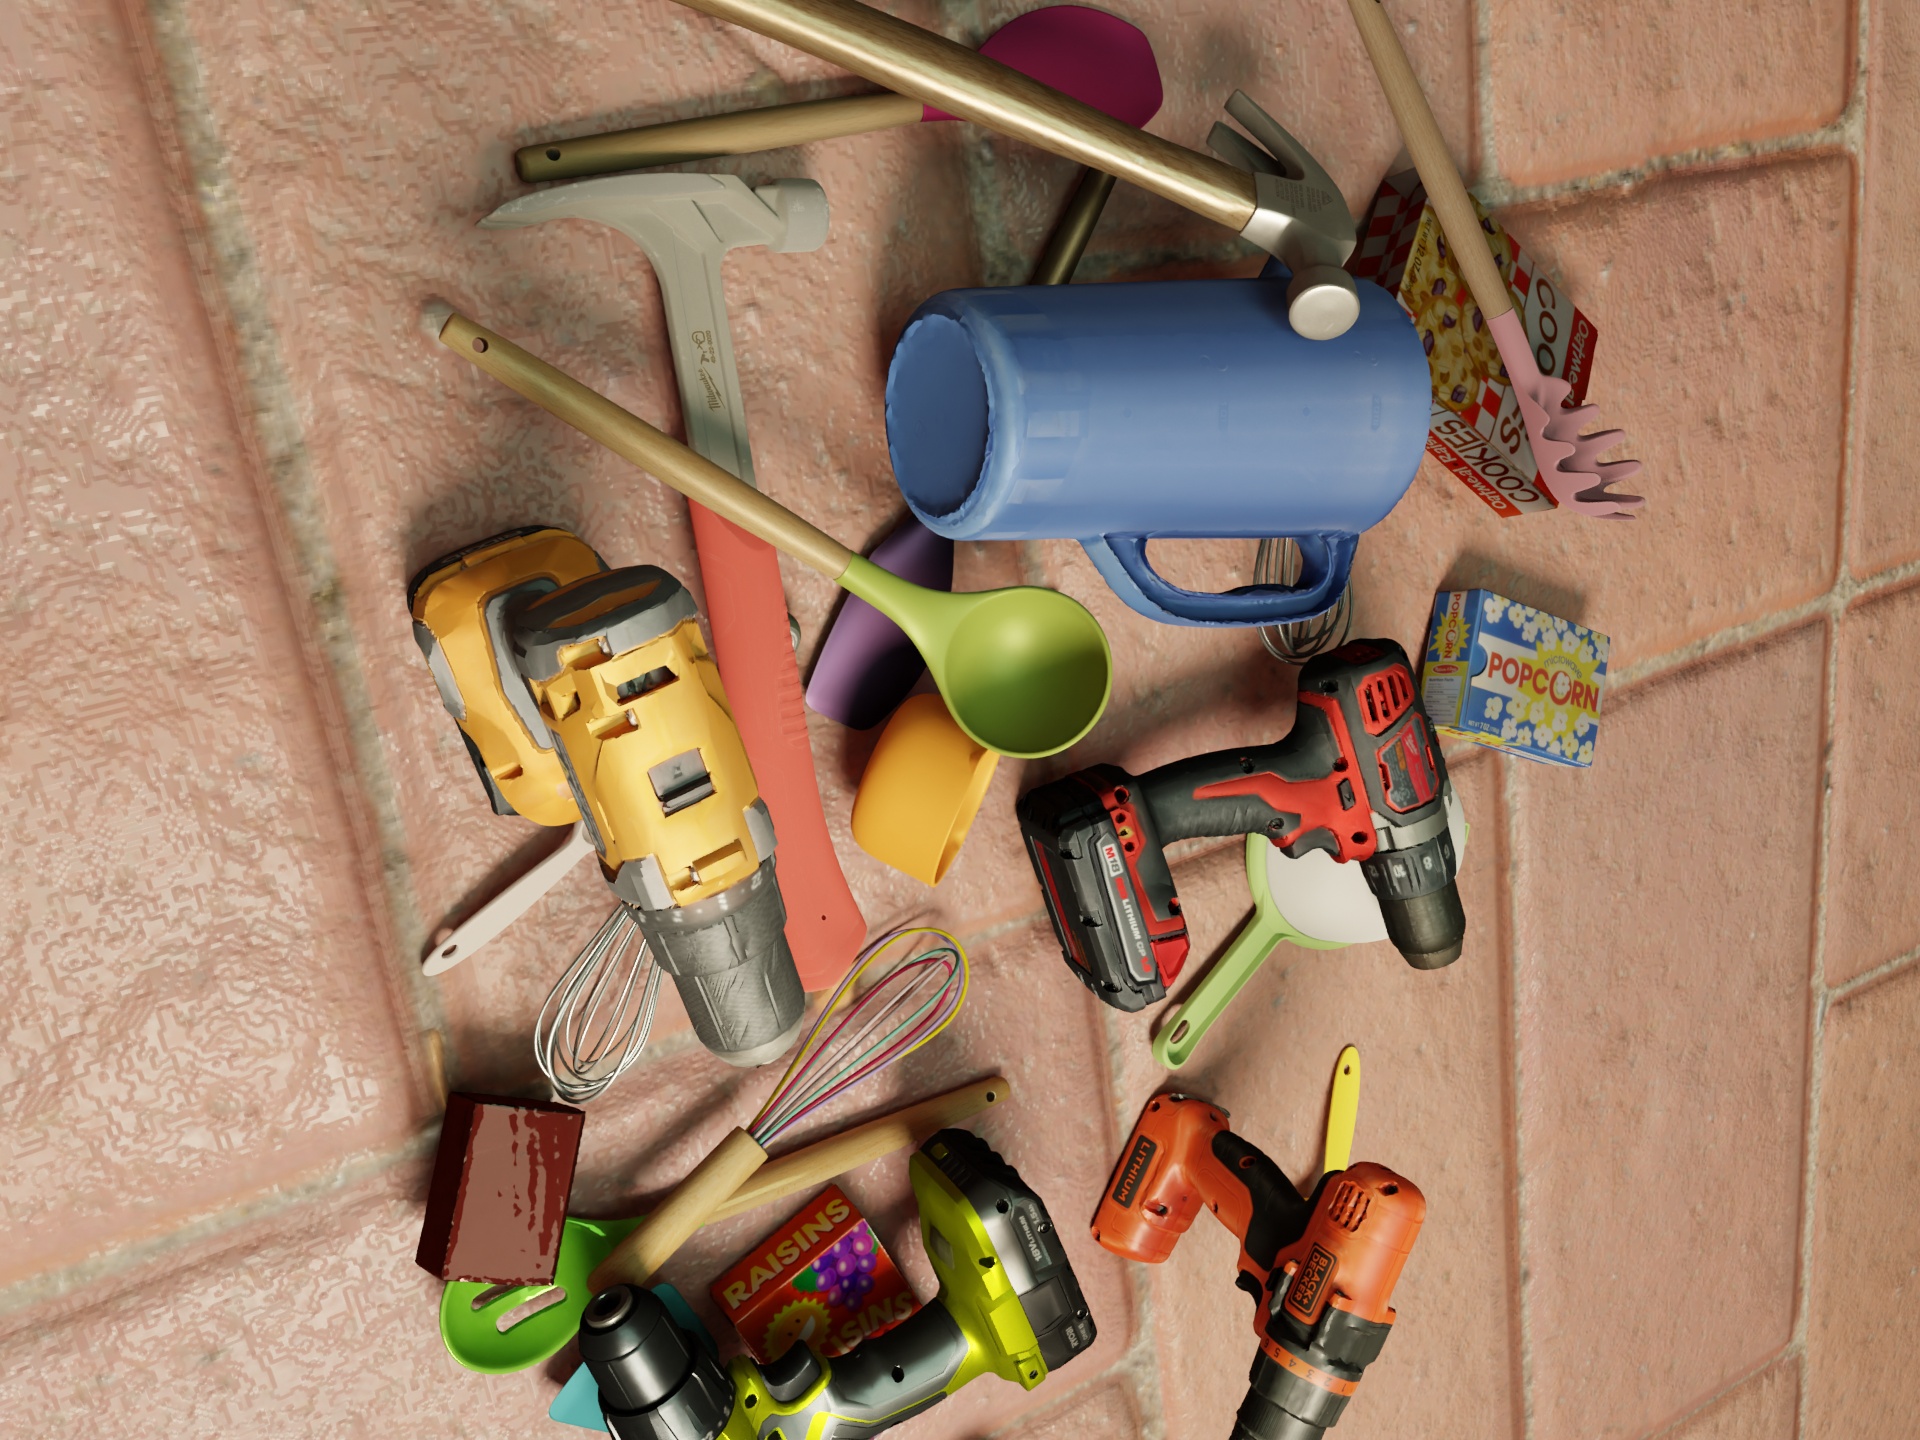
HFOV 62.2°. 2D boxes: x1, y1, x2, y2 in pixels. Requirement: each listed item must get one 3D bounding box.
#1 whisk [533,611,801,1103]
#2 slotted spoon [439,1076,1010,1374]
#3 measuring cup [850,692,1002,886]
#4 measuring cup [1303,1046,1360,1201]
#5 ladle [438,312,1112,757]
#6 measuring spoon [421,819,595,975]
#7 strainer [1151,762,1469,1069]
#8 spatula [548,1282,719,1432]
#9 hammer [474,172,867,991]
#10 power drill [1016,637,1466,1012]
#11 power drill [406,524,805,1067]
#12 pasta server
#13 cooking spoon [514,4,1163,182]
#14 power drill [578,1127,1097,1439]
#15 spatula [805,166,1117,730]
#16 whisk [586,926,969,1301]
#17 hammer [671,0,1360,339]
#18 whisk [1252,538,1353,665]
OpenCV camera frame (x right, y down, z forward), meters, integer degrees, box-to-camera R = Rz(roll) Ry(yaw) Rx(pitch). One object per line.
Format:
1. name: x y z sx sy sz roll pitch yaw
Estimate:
1. whisk: -0.131 0.061 0.736 0.057 0.059 0.246 28 83 -44
2. slotted spoon: -0.109 0.241 0.807 0.313 0.031 0.070 -16 96 -27
3. measuring cup: -0.001 -0.003 0.789 0.052 0.095 0.174 22 60 6
4. measuring cup: 0.230 0.284 1.016 0.062 0.029 0.156 13 84 -31
5. ladle: -0.067 -0.077 0.665 0.320 0.062 0.078 30 87 -26
6. measuring spoon: -0.197 0.069 0.720 0.124 0.018 0.034 -41 151 -8
7. strainer: 0.212 0.111 0.928 0.256 0.069 0.151 -47 120 -13
8. spatula: -0.079 0.417 0.836 0.317 0.044 0.082 47 74 -14
9. hammer: -0.103 -0.053 0.697 0.149 0.037 0.359 -14 101 -29
10. power drill: 0.163 0.077 0.849 0.226 0.080 0.187 -21 103 -11
11. power drill: -0.133 0.021 0.617 0.084 0.226 0.185 -26 114 -21
12. pasta server: 0.279 -0.241 0.833 0.060 0.040 0.316 -44 111 -43
13. cooking spoon: -0.043 -0.273 0.713 0.319 0.017 0.069 -19 95 -24
14. power drill: -0.061 0.303 0.774 0.228 0.080 0.190 -30 115 -19
15. spatula: 0.010 -0.141 0.779 0.059 0.018 0.316 24 91 -37
16. whisk: -0.084 0.194 0.785 0.245 0.051 0.047 -43 125 -20
17. hammer: 0.026 -0.271 0.698 0.331 0.031 0.130 17 50 -16
18. whisk: 0.187 -0.148 0.861 0.055 0.055 0.239 -8 102 -28
